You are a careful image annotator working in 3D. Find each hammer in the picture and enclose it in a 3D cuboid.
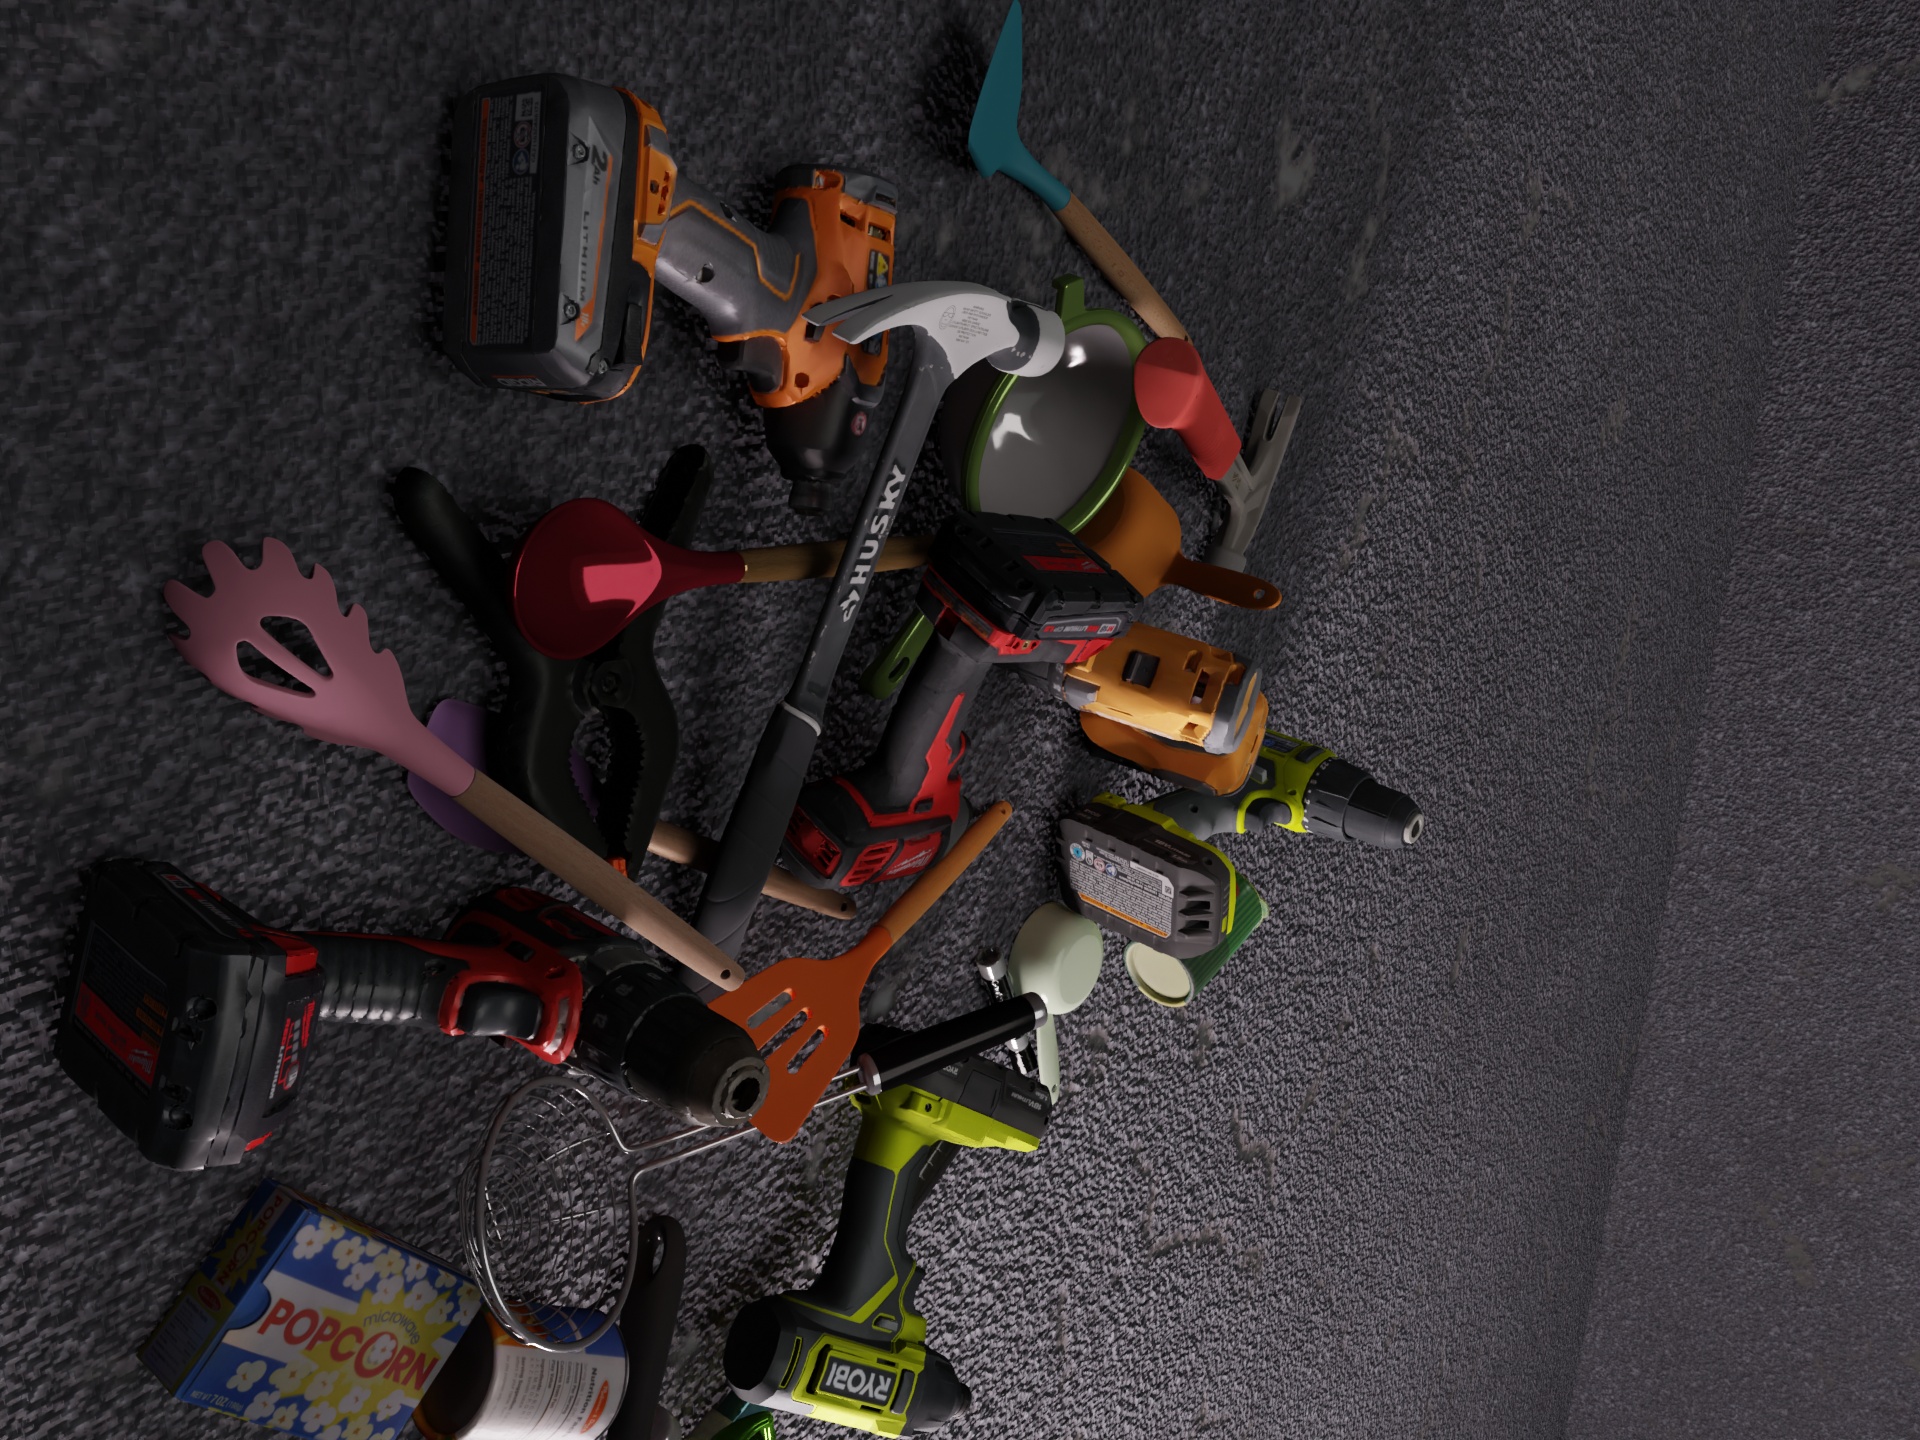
[{"bbox_3d":[-0.072,0.345,1.007,0.331,0.033,0.128,-49,136,-30],"label":"hammer"},{"bbox_3d":[0.167,-0.186,1.021,0.359,0.037,0.149,15,93,-72],"label":"hammer"},{"bbox_3d":[-0.074,-0.017,0.773,0.149,0.036,0.408,-4,122,-53],"label":"hammer"}]

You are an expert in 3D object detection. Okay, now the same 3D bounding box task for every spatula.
[{"bbox_3d":[0.080,-0.295,0.948,0.317,0.044,0.082,28,77,-54],"label":"spatula"},{"bbox_3d":[-0.150,0.063,0.807,0.315,0.018,0.060,30,76,-52],"label":"spatula"},{"bbox_3d":[-0.041,0.118,0.911,0.041,0.081,0.322,-43,179,32],"label":"spatula"}]

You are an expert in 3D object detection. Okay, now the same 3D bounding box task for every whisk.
[{"bbox_3d":[-0.170,0.392,0.787,0.073,0.073,0.296,56,29,-46],"label":"whisk"}]

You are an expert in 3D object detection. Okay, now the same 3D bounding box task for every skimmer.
[{"bbox_3d":[-0.086,0.207,0.831,0.363,0.090,0.127,-14,89,-33],"label":"skimmer"}]

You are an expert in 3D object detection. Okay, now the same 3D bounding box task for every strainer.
[{"bbox_3d":[0.007,-0.131,0.914,0.256,0.069,0.151,-54,148,3],"label":"strainer"}]

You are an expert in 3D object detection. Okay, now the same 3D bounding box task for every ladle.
[{"bbox_3d":[-0.087,-0.076,0.758,0.315,0.031,0.069,-12,114,-49],"label":"ladle"}]

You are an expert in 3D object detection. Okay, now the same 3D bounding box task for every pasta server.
[{"bbox_3d":[-0.194,0.036,0.674,0.060,0.040,0.315,-46,131,-3],"label":"pasta server"}]

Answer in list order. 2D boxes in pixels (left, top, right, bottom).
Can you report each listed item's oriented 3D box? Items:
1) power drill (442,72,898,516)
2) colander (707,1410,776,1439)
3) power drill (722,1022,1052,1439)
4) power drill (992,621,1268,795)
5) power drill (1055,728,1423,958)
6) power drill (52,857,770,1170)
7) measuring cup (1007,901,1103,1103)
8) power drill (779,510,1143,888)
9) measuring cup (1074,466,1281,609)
[{"bbox_3d":[-0.112,-0.178,0.703,0.226,0.084,0.164,-4,100,-55],"label":"power drill"},{"bbox_3d":[-0.220,0.506,0.787,0.397,0.095,0.204,-32,136,-37],"label":"colander"},{"bbox_3d":[-0.032,0.312,0.964,0.171,0.080,0.223,32,70,-35],"label":"power drill"},{"bbox_3d":[0.103,-0.020,1.010,0.226,0.185,0.084,32,77,-72],"label":"power drill"},{"bbox_3d":[0.196,0.076,1.126,0.228,0.191,0.080,-27,126,-39],"label":"power drill"},{"bbox_3d":[-0.203,0.116,0.622,0.226,0.188,0.080,9,97,-49],"label":"power drill"},{"bbox_3d":[0.074,0.211,1.138,0.083,0.038,0.167,-29,123,-44],"label":"measuring cup"},{"bbox_3d":[-0.001,-0.003,0.877,0.143,0.079,0.219,-4,133,-54],"label":"power drill"},{"bbox_3d":[0.115,-0.104,0.960,0.052,0.174,0.095,38,80,-46],"label":"measuring cup"}]
